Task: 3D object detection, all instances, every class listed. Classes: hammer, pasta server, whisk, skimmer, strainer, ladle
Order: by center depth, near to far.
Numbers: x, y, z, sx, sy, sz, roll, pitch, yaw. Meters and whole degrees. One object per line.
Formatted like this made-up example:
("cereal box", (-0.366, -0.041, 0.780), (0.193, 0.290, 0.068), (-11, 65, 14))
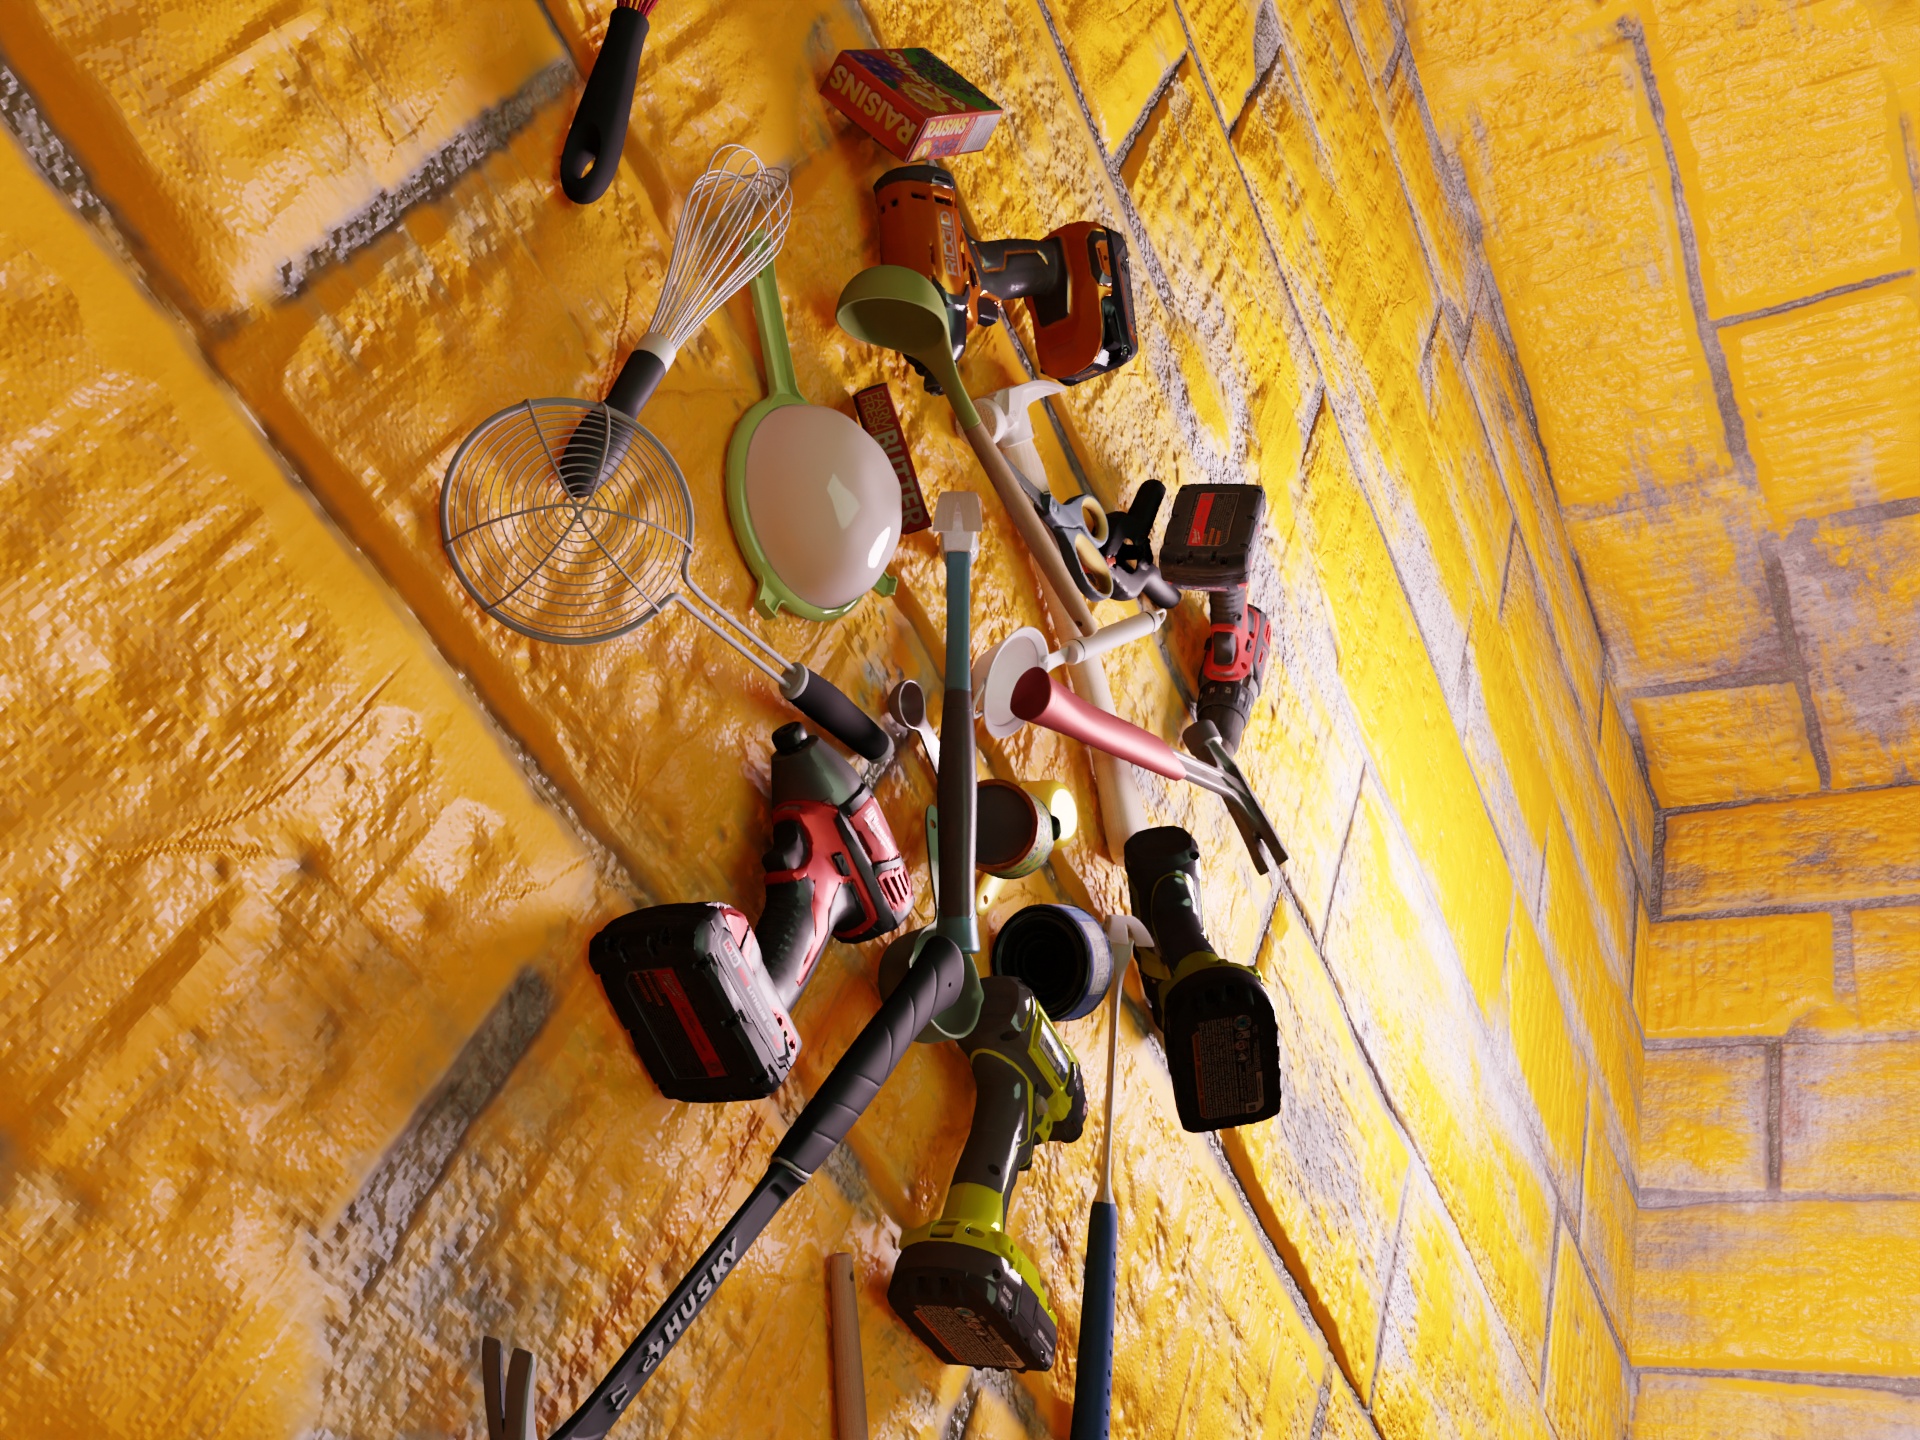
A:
("hammer", (-0.104, 0.250, 0.856), (0.409, 0.036, 0.149), (-48, 133, -46))
("skimmer", (-0.148, -0.055, 0.926), (0.127, 0.090, 0.363), (-65, 150, -11))
("pasta server", (-0.052, 0.475, 0.928), (0.060, 0.040, 0.316), (20, 63, -67))
("whisk", (-0.166, -0.235, 0.933), (0.070, 0.070, 0.285), (49, 49, -39))
("whisk", (-0.193, -0.430, 0.945), (0.073, 0.073, 0.296), (33, 60, -49))
("strainer", (-0.089, -0.194, 1.025), (0.151, 0.069, 0.256), (-18, 98, -57))
("hammer", (-0.002, -0.003, 1.076), (0.128, 0.033, 0.331), (89, 1, -71))
("ladle", (0.015, -0.183, 1.140), (0.062, 0.078, 0.320), (-50, 119, -36))
("hammer", (0.106, 0.344, 1.171), (0.144, 0.035, 0.406), (98, -3, -76))
("strainer", (0.080, -0.050, 1.232), (0.258, 0.050, 0.086), (-22, 126, -42))
("hammer", (0.151, 0.031, 1.264), (0.358, 0.036, 0.149), (22, 37, -54))
("hammer", (0.098, -0.076, 1.315), (0.146, 0.038, 0.410), (-36, 112, -56))

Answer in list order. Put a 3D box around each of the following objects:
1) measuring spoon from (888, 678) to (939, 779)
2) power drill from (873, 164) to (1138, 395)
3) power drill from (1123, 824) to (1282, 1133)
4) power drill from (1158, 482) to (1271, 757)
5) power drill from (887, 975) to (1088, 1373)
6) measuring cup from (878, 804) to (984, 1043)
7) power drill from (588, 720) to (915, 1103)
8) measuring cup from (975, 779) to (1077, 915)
("measuring spoon", (-0.024, 0.023, 1.122), (0.124, 0.018, 0.034), (66, 35, -33))
("power drill", (0.034, -0.319, 1.219), (0.226, 0.084, 0.164), (-1, 82, -43))
("power drill", (0.182, 0.215, 1.247), (0.229, 0.080, 0.190), (-104, -176, -65))
("power drill", (0.240, -0.086, 1.468), (0.226, 0.080, 0.188), (72, 29, -45))
("power drill", (0.032, 0.309, 1.069), (0.171, 0.080, 0.223), (60, 34, -39))
("measuring cup", (-0.026, 0.136, 1.071), (0.083, 0.038, 0.168), (32, 44, -46))
("power drill", (-0.108, 0.103, 0.912), (0.220, 0.078, 0.143), (-51, 124, -53))
("measuring cup", (0.050, 0.098, 1.196), (0.156, 0.029, 0.062), (-52, 124, -52))
